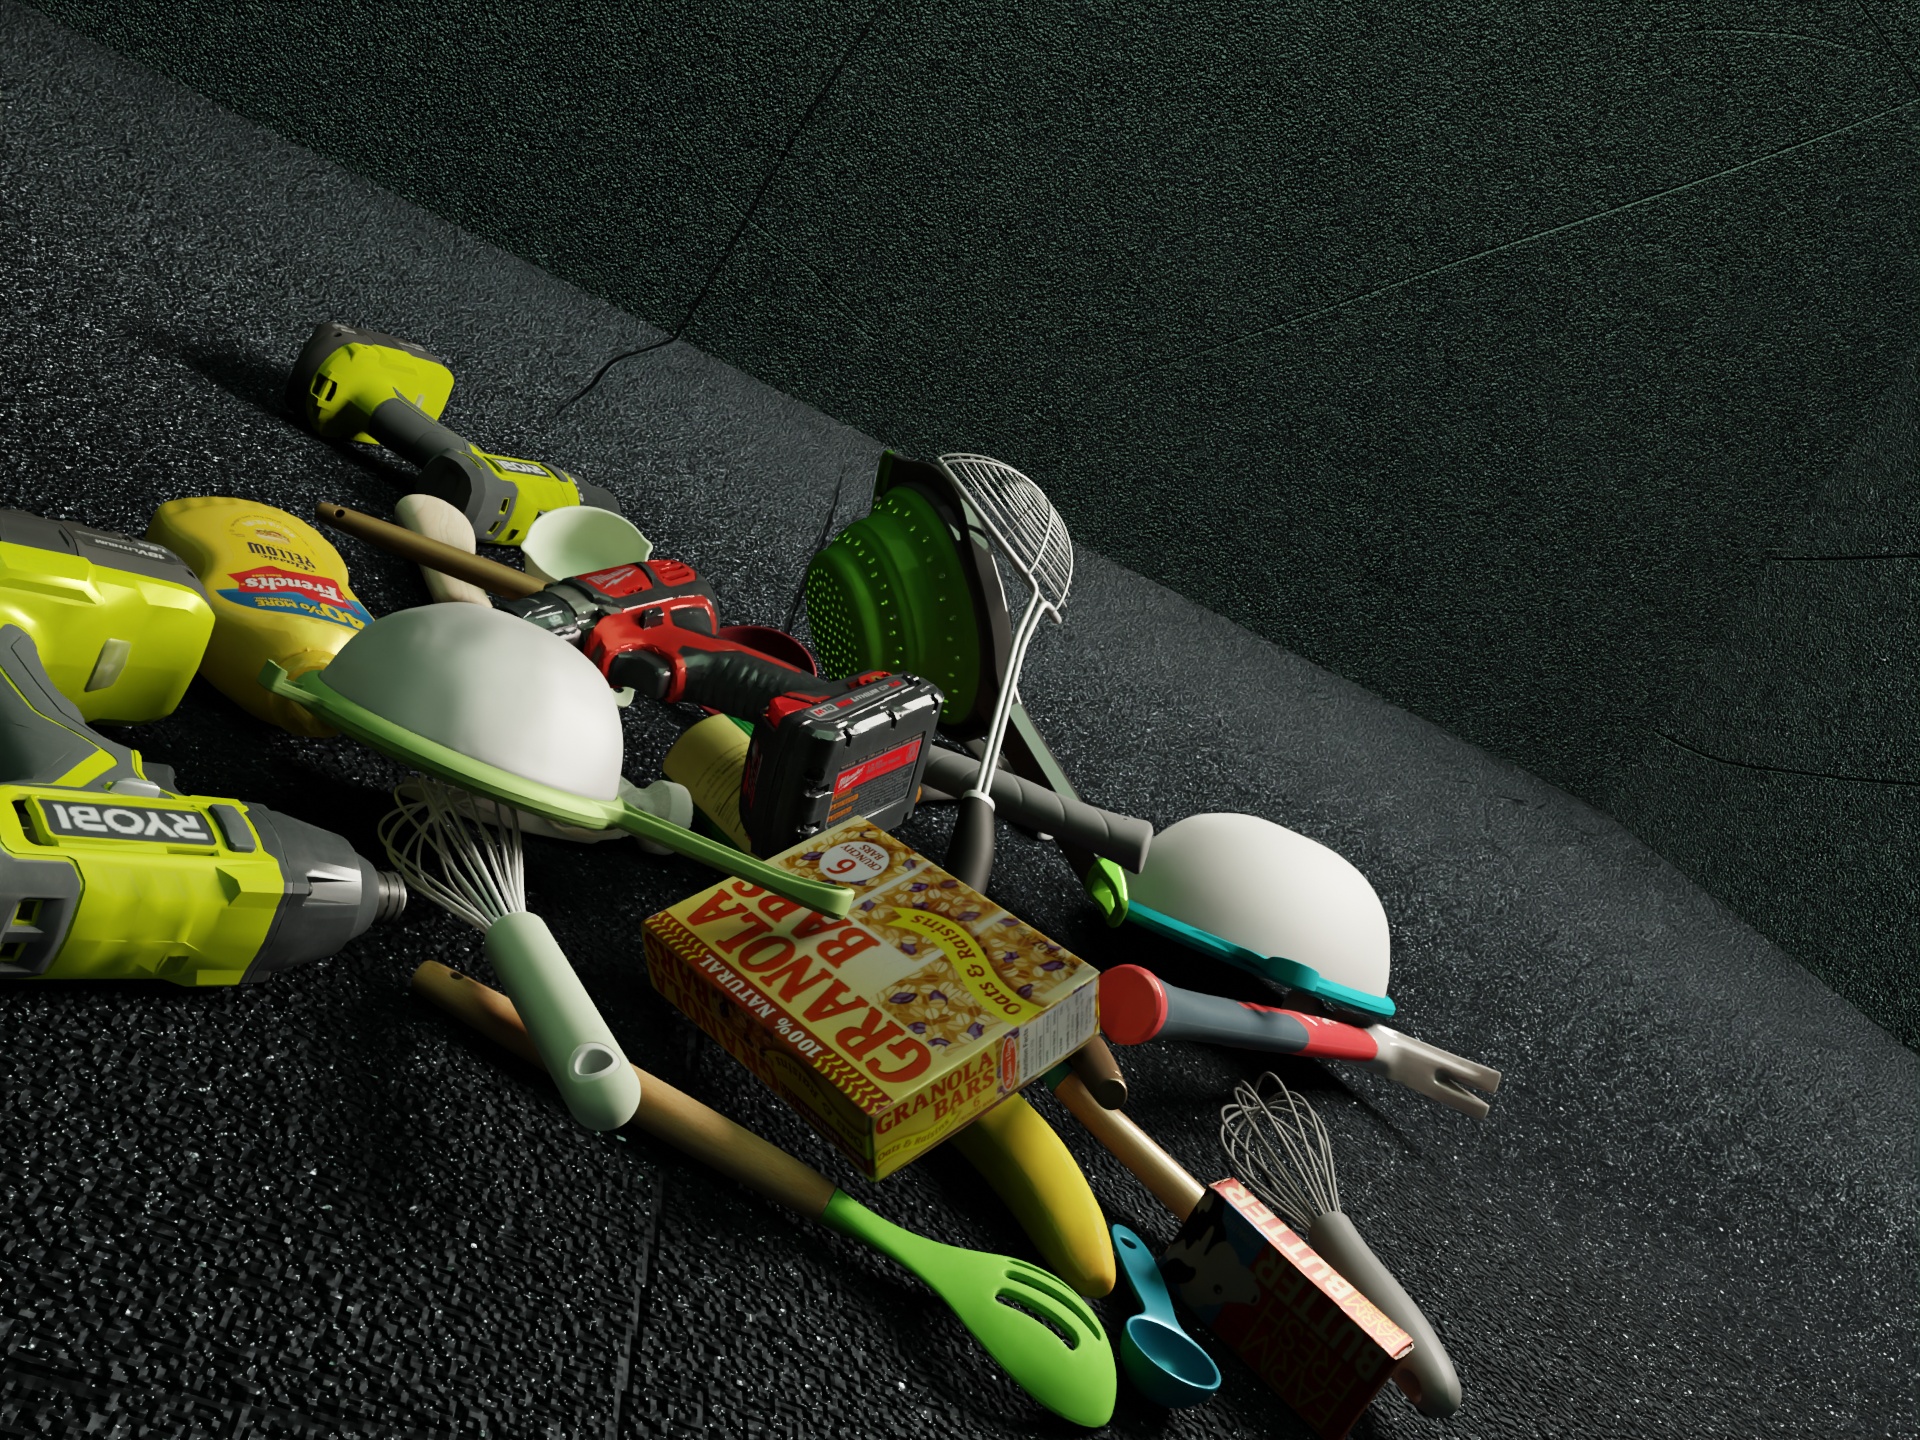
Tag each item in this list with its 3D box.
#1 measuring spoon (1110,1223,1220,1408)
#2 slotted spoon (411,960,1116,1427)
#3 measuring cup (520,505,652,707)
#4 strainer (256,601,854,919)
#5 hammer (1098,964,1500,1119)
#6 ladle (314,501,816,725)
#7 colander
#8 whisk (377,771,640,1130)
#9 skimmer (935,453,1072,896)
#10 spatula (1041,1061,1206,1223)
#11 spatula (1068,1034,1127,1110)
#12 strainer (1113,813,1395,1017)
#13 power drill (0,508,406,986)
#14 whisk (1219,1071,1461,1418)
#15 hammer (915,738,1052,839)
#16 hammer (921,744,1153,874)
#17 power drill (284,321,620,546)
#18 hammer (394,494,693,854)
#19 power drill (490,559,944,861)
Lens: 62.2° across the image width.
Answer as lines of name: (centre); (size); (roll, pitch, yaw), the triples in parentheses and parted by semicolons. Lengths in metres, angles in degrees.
measuring spoon: (0.075, 0.248, 0.665); (0.042, 0.021, 0.129); (28, 5, -8)
slotted spoon: (-0.074, 0.173, 0.608); (0.314, 0.031, 0.070); (29, 12, 4)
measuring cup: (-0.228, -0.064, 0.996); (0.083, 0.038, 0.168); (-3, 53, -24)
strainer: (-0.156, 0.009, 0.692); (0.256, 0.069, 0.151); (23, -1, 2)
hammer: (0.187, 0.178, 0.884); (0.143, 0.038, 0.386); (20, -2, 33)
ladle: (-0.236, -0.068, 0.951); (0.315, 0.069, 0.031); (21, -29, -1)
colander: (-0.014, -0.015, 1.087); (0.094, 0.204, 0.398); (-16, 56, -22)
whisk: (-0.178, 0.083, 0.627); (0.058, 0.059, 0.247); (-18, 33, -25)
skimmer: (-0.001, -0.003, 0.929); (0.090, 0.364, 0.127); (-5, -34, 30)
spatula: (0.060, 0.198, 0.754); (0.318, 0.044, 0.082); (41, -15, 16)
spatula: (0.058, 0.154, 0.773); (0.060, 0.018, 0.316); (41, -3, 2)
strainer: (0.199, 0.113, 1.006); (0.211, 0.095, 0.340); (21, -3, 5)
power drill: (-0.321, 0.012, 0.597); (0.171, 0.080, 0.223); (11, 26, -50)
whisk: (0.182, 0.247, 0.774); (0.055, 0.055, 0.239); (24, 13, -19)
hammer: (-0.050, 0.040, 1.091); (0.127, 0.034, 0.336); (37, 16, 26)
hammer: (-0.065, 0.009, 1.011); (0.409, 0.036, 0.149); (21, 13, 22)
power drill: (-0.385, -0.209, 1.227); (0.229, 0.080, 0.190); (37, 16, 18)
hammer: (-0.291, -0.050, 0.941); (0.146, 0.038, 0.411); (16, 19, -37)
power drill: (-0.145, -0.012, 0.815); (0.227, 0.080, 0.188); (28, 27, 25)
